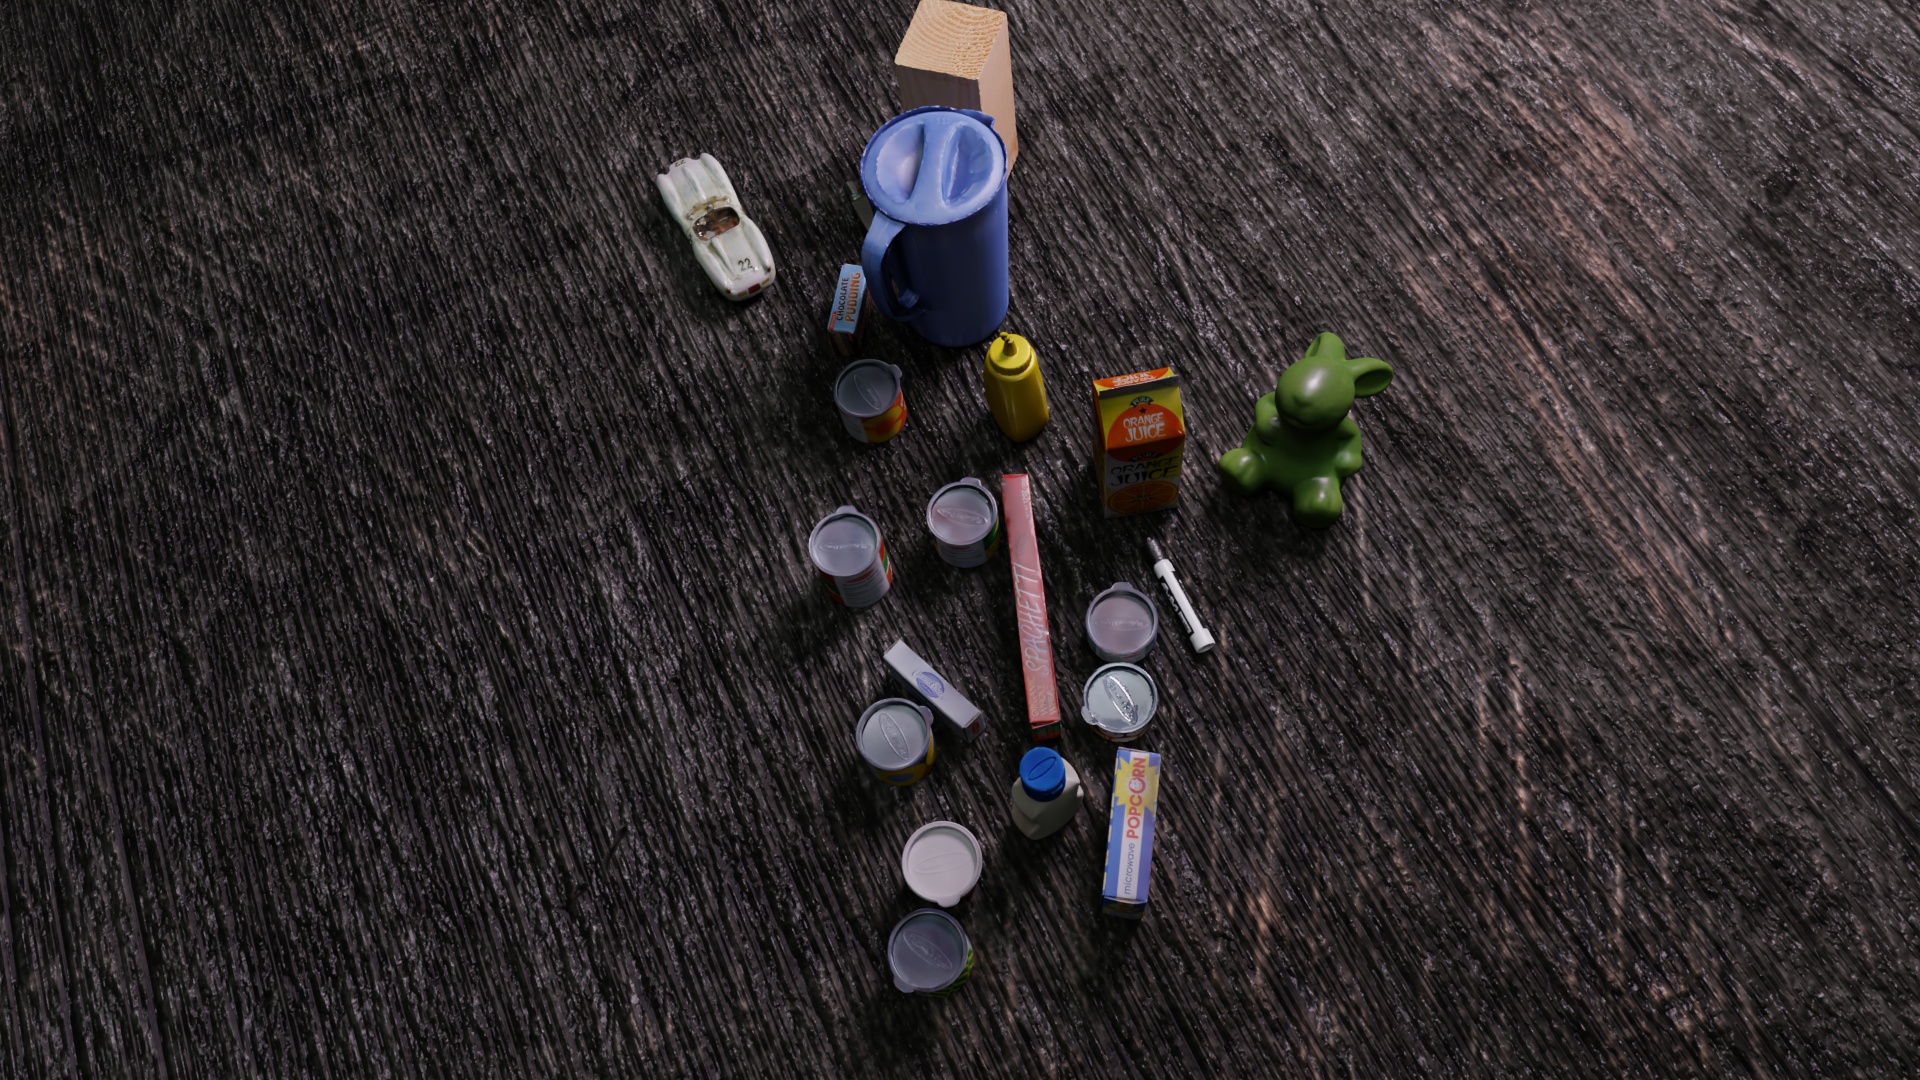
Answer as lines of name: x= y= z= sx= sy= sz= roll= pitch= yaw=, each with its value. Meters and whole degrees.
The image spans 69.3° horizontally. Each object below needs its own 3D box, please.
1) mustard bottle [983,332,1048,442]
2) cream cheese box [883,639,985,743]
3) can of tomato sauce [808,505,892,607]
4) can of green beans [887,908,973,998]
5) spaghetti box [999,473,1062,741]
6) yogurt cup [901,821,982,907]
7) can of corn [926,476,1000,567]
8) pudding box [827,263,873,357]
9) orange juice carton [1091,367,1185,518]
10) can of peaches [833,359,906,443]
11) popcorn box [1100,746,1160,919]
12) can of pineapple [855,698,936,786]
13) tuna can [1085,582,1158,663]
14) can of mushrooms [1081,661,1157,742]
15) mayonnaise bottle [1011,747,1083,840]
mustard bottle: x=0.051 y=-0.153 z=1.321 sx=0.049 sy=0.159 sz=0.065 roll=-31 pitch=67 yaw=-8
cream cheese box: x=-0.024 y=0.137 z=1.255 sx=0.104 sy=0.053 sz=0.024 roll=40 pitch=75 yaw=20
can of tomato sauce: x=-0.102 y=0.017 z=1.301 sx=0.071 sy=0.082 sz=0.071 roll=-2 pitch=66 yaw=5
can of green beans: x=-0.024 y=0.345 z=1.158 sx=0.071 sy=0.057 sz=0.071 roll=-2 pitch=66 yaw=5
spaghetti box: x=0.064 y=0.059 z=1.284 sx=0.029 sy=0.050 sz=0.251 roll=-7 pitch=65 yaw=2
yogurt cup: x=-0.014 y=0.279 z=1.189 sx=0.072 sy=0.053 sz=0.072 roll=-2 pitch=66 yaw=5
can of corn: x=0.005 y=-0.017 z=1.319 sx=0.071 sy=0.058 sz=0.071 roll=-2 pitch=66 yaw=5
pudding box: x=-0.113 y=-0.238 z=1.436 sx=0.030 sy=0.049 sz=0.084 roll=7 pitch=67 yaw=9
orange juice carton: x=0.160 y=-0.095 z=1.266 sx=0.072 sy=0.192 sz=0.073 roll=-10 pitch=65 yaw=1
can of peaches: x=-0.087 y=-0.139 z=1.384 sx=0.071 sy=0.058 sz=0.071 roll=-2 pitch=66 yaw=5
popcorn box: x=0.143 y=0.248 z=1.171 sx=0.038 sy=0.085 sz=0.127 roll=6 pitch=66 yaw=8
can of pineapple: x=-0.054 y=0.180 z=1.236 sx=0.071 sy=0.057 sz=0.071 roll=-2 pitch=66 yaw=5
tuna can: x=0.148 y=0.077 z=1.277 sx=0.071 sy=0.032 sz=0.071 roll=-2 pitch=66 yaw=5
can of mushrooms: x=0.141 y=0.146 z=1.246 sx=0.071 sy=0.033 sz=0.071 roll=-2 pitch=66 yaw=5
mayonnaise bottle: x=0.071 y=0.209 z=1.161 sx=0.065 sy=0.147 sz=0.041 roll=-37 pitch=68 yaw=-10
